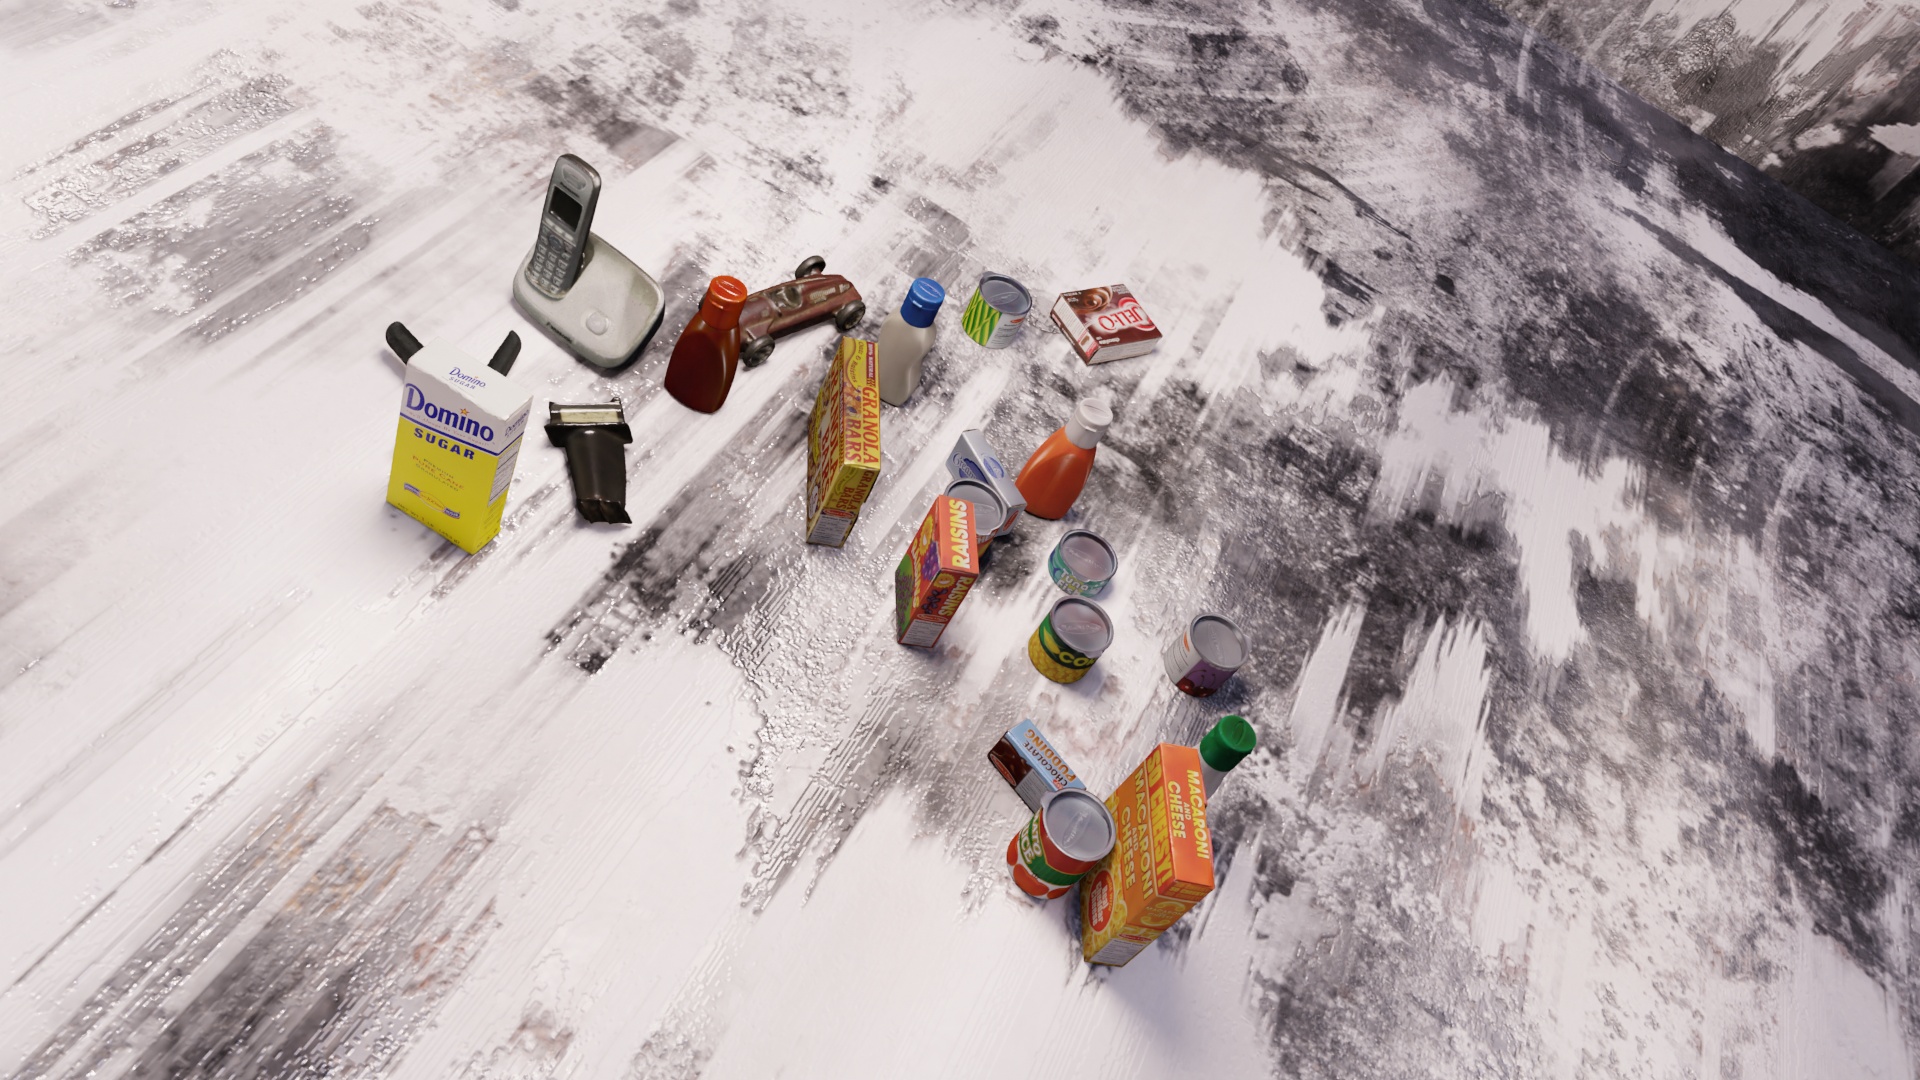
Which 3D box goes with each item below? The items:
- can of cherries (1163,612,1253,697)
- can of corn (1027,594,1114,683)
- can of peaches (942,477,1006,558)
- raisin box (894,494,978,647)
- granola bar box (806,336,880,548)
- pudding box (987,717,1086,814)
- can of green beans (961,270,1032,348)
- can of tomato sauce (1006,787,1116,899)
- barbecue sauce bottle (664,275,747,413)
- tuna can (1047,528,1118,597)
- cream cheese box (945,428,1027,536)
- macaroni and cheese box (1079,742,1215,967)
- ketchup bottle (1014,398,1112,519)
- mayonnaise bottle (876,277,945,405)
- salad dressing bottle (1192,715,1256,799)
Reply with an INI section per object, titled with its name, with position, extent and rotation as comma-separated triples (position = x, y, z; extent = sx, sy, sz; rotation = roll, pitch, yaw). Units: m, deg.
[can of cherries]
position = 0.248, 0.116, 1.389
extent = 0.071, 0.058, 0.072
rotation = 14, 49, -16
[can of corn]
position = 0.106, 0.098, 1.335
extent = 0.071, 0.058, 0.071
rotation = 14, 49, -16
[can of peaches]
position = 0.005, -0.017, 1.379
extent = 0.071, 0.057, 0.071
rotation = 14, 49, -16
[raisin box]
position = -0.024, 0.030, 1.282
extent = 0.040, 0.122, 0.086
rotation = 12, 49, -18
[granola bar box]
position = -0.113, -0.095, 1.339
extent = 0.039, 0.123, 0.166
rotation = 11, 50, -18
[pudding box]
position = 0.067, 0.205, 1.234
extent = 0.030, 0.049, 0.084
rotation = -28, 69, -39
[can of green beans]
position = 0.041, -0.263, 1.598
extent = 0.071, 0.057, 0.071
rotation = 14, 49, -16
[can of tomato sauce]
position = 0.082, 0.257, 1.176
extent = 0.071, 0.082, 0.071
rotation = 14, 49, -16
[barbecue sauce bottle]
position = -0.240, -0.190, 1.337
extent = 0.065, 0.147, 0.044
rotation = 31, 46, 0
[tuna can]
position = 0.124, 0.025, 1.420
extent = 0.071, 0.032, 0.071
rotation = 14, 49, -16
[cream cheese box]
position = 0.025, -0.059, 1.426
extent = 0.024, 0.053, 0.104
rotation = -14, 61, -34
[macaroni and cheese box]
position = 0.150, 0.261, 1.148
extent = 0.040, 0.165, 0.124
rotation = 14, 49, -16
[ketchup bottle]
position = 0.108, -0.084, 1.421
extent = 0.065, 0.148, 0.044
rotation = 20, 47, -10
[mayonnaise bottle]
position = -0.057, -0.208, 1.442
extent = 0.065, 0.147, 0.041
rotation = 36, 47, 4
[salad dressing bottle]
position = 0.211, 0.206, 1.236
extent = 0.044, 0.146, 0.064
rotation = 32, 46, 1
